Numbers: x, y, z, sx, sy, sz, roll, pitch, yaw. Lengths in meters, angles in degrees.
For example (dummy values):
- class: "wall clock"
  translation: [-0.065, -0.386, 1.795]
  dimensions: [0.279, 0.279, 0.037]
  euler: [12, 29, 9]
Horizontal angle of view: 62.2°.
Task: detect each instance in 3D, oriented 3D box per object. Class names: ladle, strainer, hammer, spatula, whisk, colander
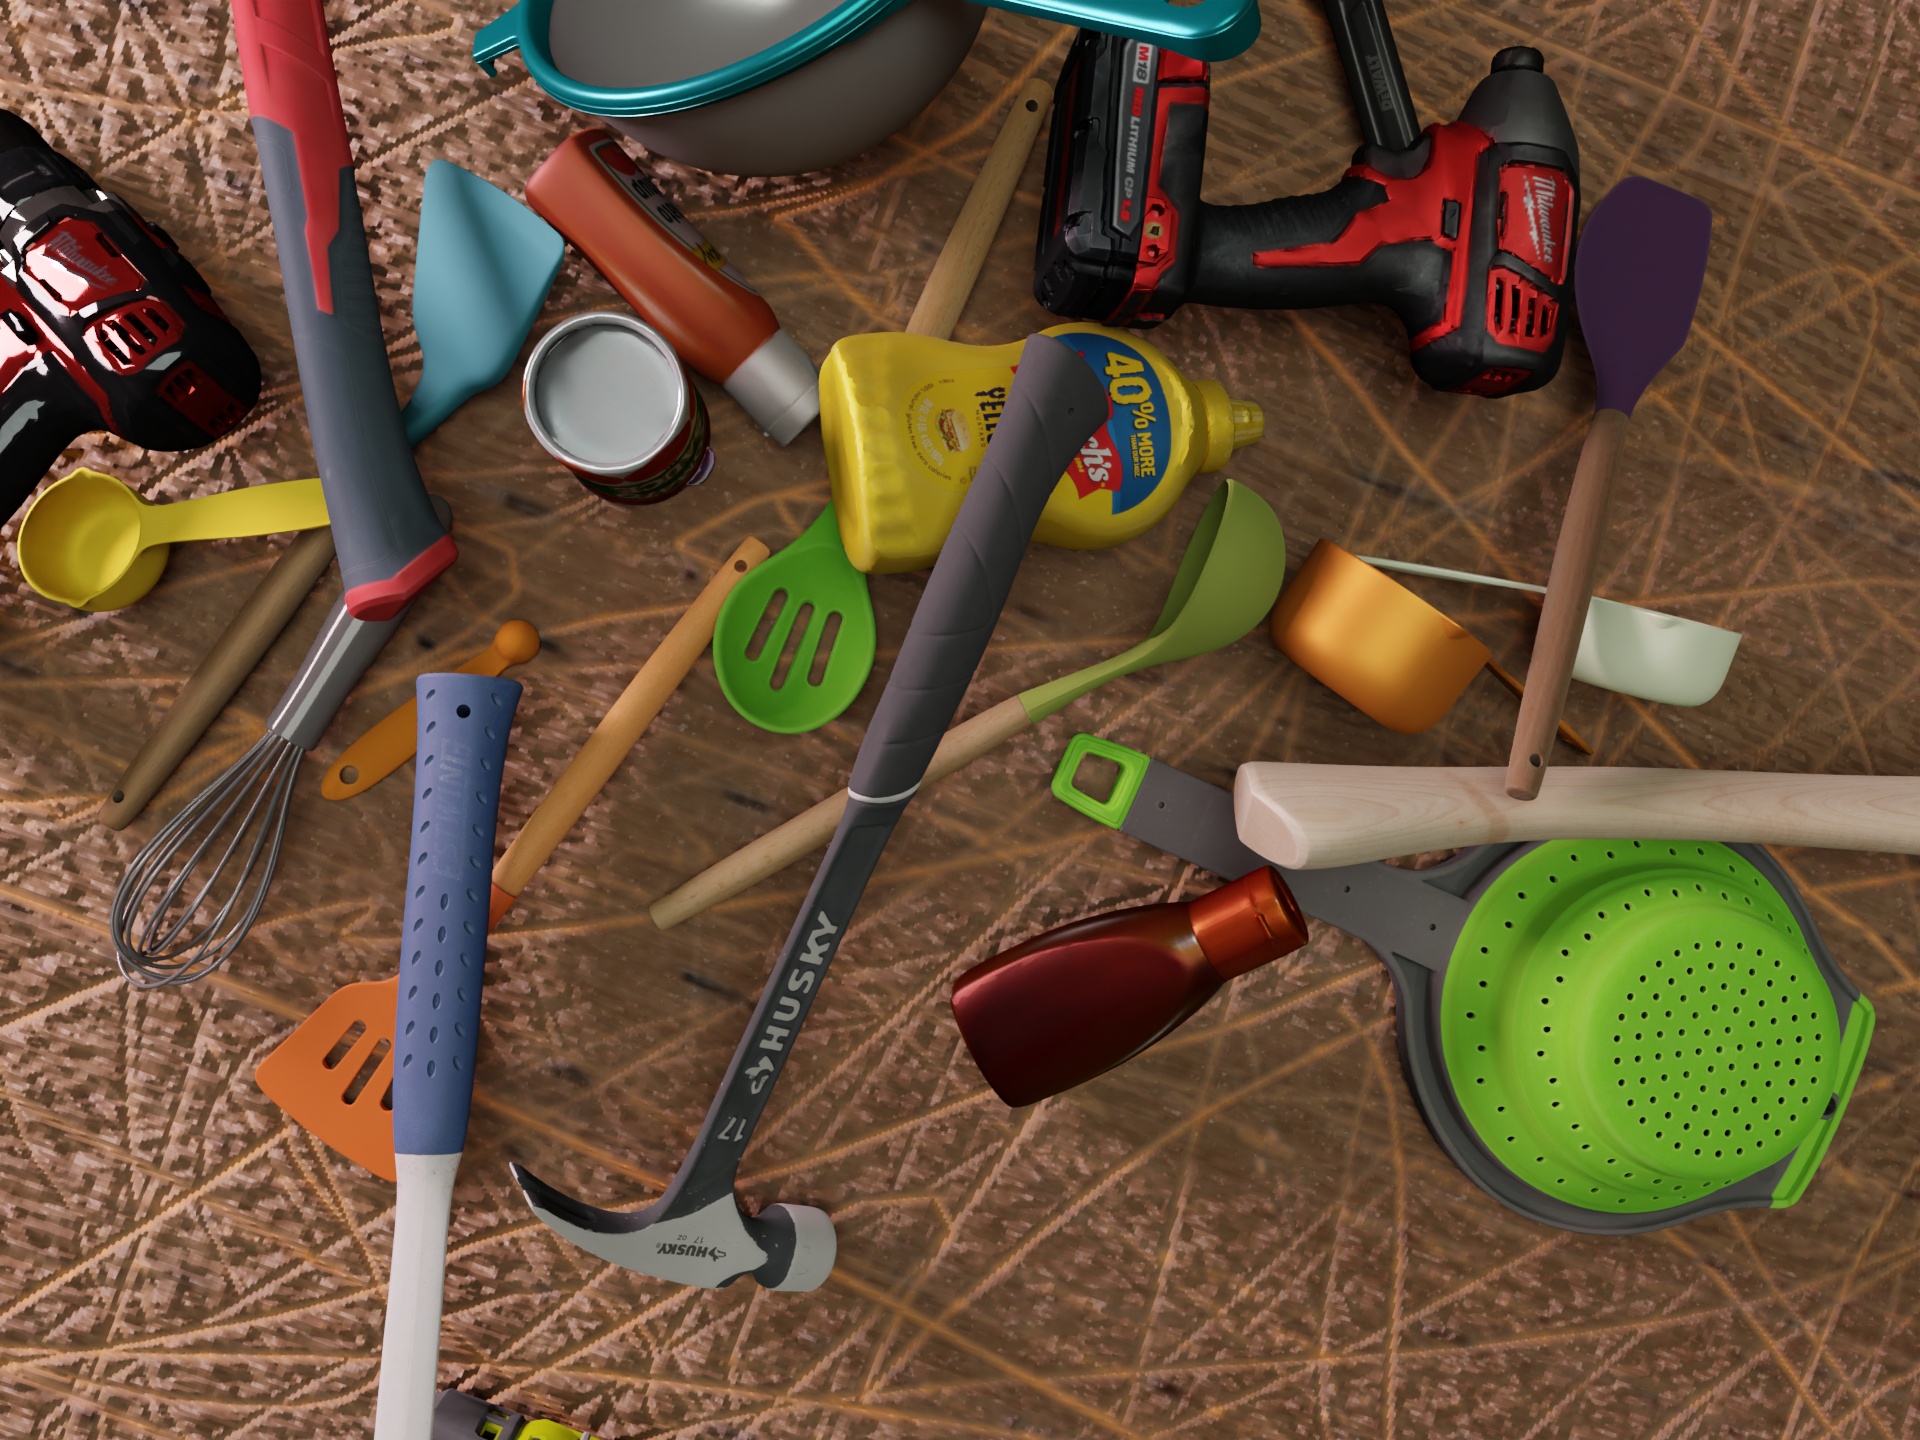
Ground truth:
- class: "ladle"
  translation: [-0.001, -0.002, 0.689]
  dimensions: [0.320, 0.078, 0.062]
  euler: [-30, 95, 3]
- class: "strainer"
  translation: [-0.020, -0.266, 0.610]
  dimensions: [0.341, 0.095, 0.211]
  euler: [30, 77, 34]
- class: "hammer"
  translation: [0.154, -0.362, 0.710]
  dimensions: [0.127, 0.034, 0.337]
  euler: [-16, 90, -5]
- class: "hammer"
  translation: [-0.276, -0.228, 0.629]
  dimensions: [0.143, 0.038, 0.386]
  euler: [-8, 83, -33]
- class: "hammer"
  translation: [-0.043, 0.042, 0.632]
  dimensions: [0.149, 0.036, 0.409]
  euler: [20, 97, -37]
- class: "spatula"
  translation: [-0.183, 0.052, 0.693]
  dimensions: [0.081, 0.041, 0.322]
  euler: [36, 83, -2]
- class: "hammer"
  translation: [0.319, 0.030, 0.670]
  dimensions: [0.410, 0.146, 0.038]
  euler: [1, 131, -3]
- class: "spatula"
  translation: [0.272, -0.109, 0.681]
  dimensions: [0.060, 0.018, 0.316]
  euler: [21, 70, -1]
- class: "whisk"
  translation: [-0.283, 0.007, 0.674]
  dimensions: [0.055, 0.055, 0.239]
  euler: [30, 84, -3]
- class: "colander"
  translation: [0.227, 0.099, 0.680]
  dimensions: [0.397, 0.094, 0.204]
  euler: [24, 88, -3]
- class: "spatula"
  translation: [-0.276, -0.086, 0.676]
  dimensions: [0.082, 0.044, 0.317]
  euler: [35, 89, 17]
- class: "hammer"
  translation: [-0.219, 0.183, 0.634]
  dimensions: [0.144, 0.035, 0.405]
  euler: [3, 82, -4]

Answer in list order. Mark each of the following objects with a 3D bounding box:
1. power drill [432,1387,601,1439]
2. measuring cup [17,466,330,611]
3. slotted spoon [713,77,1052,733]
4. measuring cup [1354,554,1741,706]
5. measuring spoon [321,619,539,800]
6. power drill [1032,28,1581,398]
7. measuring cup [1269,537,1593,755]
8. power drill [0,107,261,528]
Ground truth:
- class: "power drill"
  translation: [-0.176, 0.418, 0.663]
  dimensions: [0.190, 0.080, 0.228]
  euler: [22, 85, -2]
- class: "measuring cup"
  translation: [-0.315, -0.080, 0.669]
  dimensions: [0.156, 0.029, 0.062]
  euler: [-7, 76, 4]
- class: "slotted spoon"
  translation: [-0.026, -0.141, 0.701]
  dimensions: [0.070, 0.031, 0.314]
  euler: [24, 86, -9]
- class: "measuring cup"
  translation: [0.253, -0.041, 0.705]
  dimensions: [0.167, 0.083, 0.038]
  euler: [14, 100, 12]
- class: "measuring spoon"
  translation: [-0.232, -0.004, 0.694]
  dimensions: [0.117, 0.011, 0.021]
  euler: [-39, 92, -3]
- class: "power drill"
  translation: [0.148, -0.219, 0.654]
  dimensions: [0.219, 0.078, 0.143]
  euler: [7, 88, -8]
- class: "measuring cup"
  translation: [0.208, -0.012, 0.697]
  dimensions: [0.173, 0.095, 0.052]
  euler: [33, 99, -22]
- class: "power drill"
  translation: [-0.418, -0.134, 0.643]
  dimensions: [0.227, 0.080, 0.188]
  euler: [-43, 75, -5]
